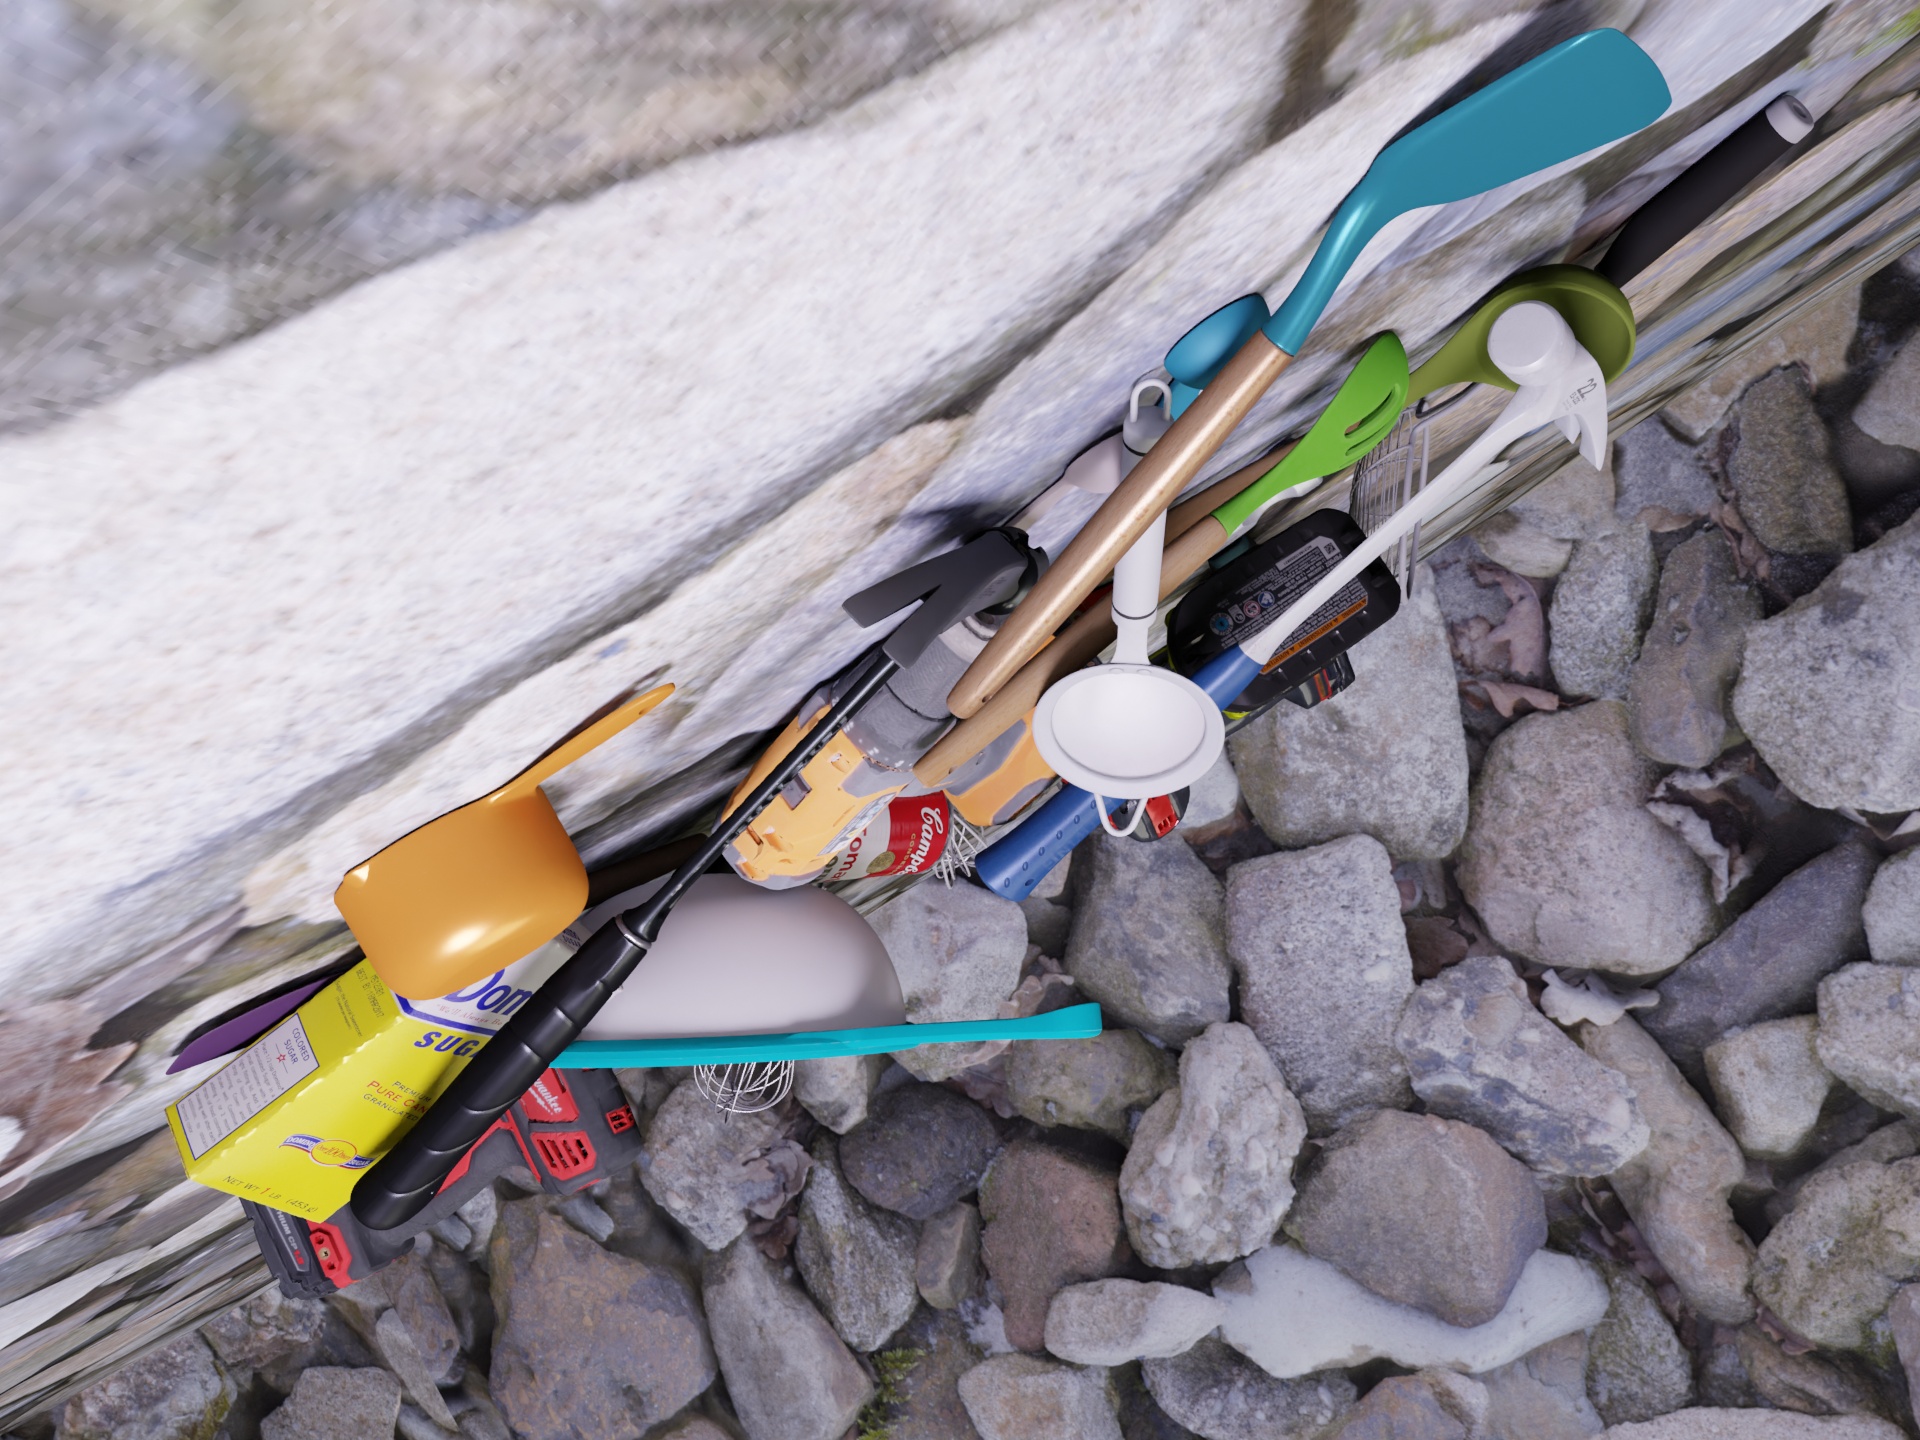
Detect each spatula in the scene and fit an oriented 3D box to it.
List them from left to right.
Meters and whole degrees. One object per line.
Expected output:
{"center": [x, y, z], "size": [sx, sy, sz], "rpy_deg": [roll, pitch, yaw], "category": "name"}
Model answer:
{"center": [-0.235, 0.105, 0.787], "size": [0.059, 0.018, 0.316], "rpy_deg": [-39, 169, 36], "category": "spatula"}
{"center": [0.097, -0.103, 0.545], "size": [0.317, 0.044, 0.082], "rpy_deg": [-49, 155, 27], "category": "spatula"}

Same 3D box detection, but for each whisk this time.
{"center": [-0.117, 0.149, 1.048], "size": [0.070, 0.070, 0.284], "rpy_deg": [-21, 136, -57], "category": "whisk"}
{"center": [-0.019, 0.054, 1.060], "size": [0.059, 0.058, 0.246], "rpy_deg": [6, 156, 11], "category": "whisk"}

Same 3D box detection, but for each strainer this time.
{"center": [-0.076, 0.120, 0.799], "size": [0.340, 0.095, 0.210], "rpy_deg": [-11, 168, 37], "category": "strainer"}
{"center": [0.075, -0.043, 0.672], "size": [0.087, 0.050, 0.258], "rpy_deg": [4, 142, 5], "category": "strainer"}

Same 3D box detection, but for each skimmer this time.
{"center": [0.345, -0.198, 0.910], "size": [0.363, 0.090, 0.127], "rpy_deg": [-44, -162, 50], "category": "skimmer"}

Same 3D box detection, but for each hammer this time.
{"center": [-0.123, 0.077, 0.644], "size": [0.409, 0.036, 0.149], "rpy_deg": [-46, 176, 17], "category": "hammer"}
{"center": [0.173, -0.108, 1.016], "size": [0.128, 0.033, 0.331], "rpy_deg": [-34, 173, 12], "category": "hammer"}
{"center": [0.163, -0.040, 0.824], "size": [0.405, 0.035, 0.144], "rpy_deg": [-44, 150, 21], "category": "hammer"}

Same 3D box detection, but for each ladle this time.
{"center": [0.191, -0.137, 0.816], "size": [0.320, 0.062, 0.078], "rpy_deg": [-29, 136, 4], "category": "ladle"}

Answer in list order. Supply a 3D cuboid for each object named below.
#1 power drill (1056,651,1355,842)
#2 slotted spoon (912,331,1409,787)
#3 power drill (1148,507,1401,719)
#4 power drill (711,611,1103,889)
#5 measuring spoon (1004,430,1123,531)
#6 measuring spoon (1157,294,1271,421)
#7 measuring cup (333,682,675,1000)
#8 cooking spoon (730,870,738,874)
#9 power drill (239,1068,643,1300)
{"center": [0.157, -0.018, 1.189], "size": [0.227, 0.080, 0.188], "rpy_deg": [-37, -145, -11], "category": "power drill"}
{"center": [0.100, -0.072, 0.738], "size": [0.314, 0.031, 0.070], "rpy_deg": [-40, 156, -9], "category": "slotted spoon"}
{"center": [0.190, -0.057, 1.005], "size": [0.190, 0.080, 0.228], "rpy_deg": [-33, 175, -7], "category": "power drill"}
{"center": [-0.001, -0.003, 0.818], "size": [0.185, 0.084, 0.226], "rpy_deg": [-46, 162, 31], "category": "power drill"}
{"center": [0.034, -0.081, 0.663], "size": [0.034, 0.018, 0.124], "rpy_deg": [-25, 171, -47], "category": "measuring spoon"}
{"center": [0.091, -0.121, 0.611], "size": [0.042, 0.021, 0.128], "rpy_deg": [-30, 171, -12], "category": "measuring spoon"}
{"center": [-0.156, 0.049, 0.593], "size": [0.173, 0.052, 0.095], "rpy_deg": [-33, 173, 26], "category": "measuring cup"}
{"center": [-0.145, 0.108, 1.004], "size": [0.319, 0.017, 0.068], "rpy_deg": [-45, 162, 23], "category": "cooking spoon"}
{"center": [-0.304, 0.231, 0.921], "size": [0.219, 0.143, 0.078], "rpy_deg": [-26, 175, 10], "category": "power drill"}
